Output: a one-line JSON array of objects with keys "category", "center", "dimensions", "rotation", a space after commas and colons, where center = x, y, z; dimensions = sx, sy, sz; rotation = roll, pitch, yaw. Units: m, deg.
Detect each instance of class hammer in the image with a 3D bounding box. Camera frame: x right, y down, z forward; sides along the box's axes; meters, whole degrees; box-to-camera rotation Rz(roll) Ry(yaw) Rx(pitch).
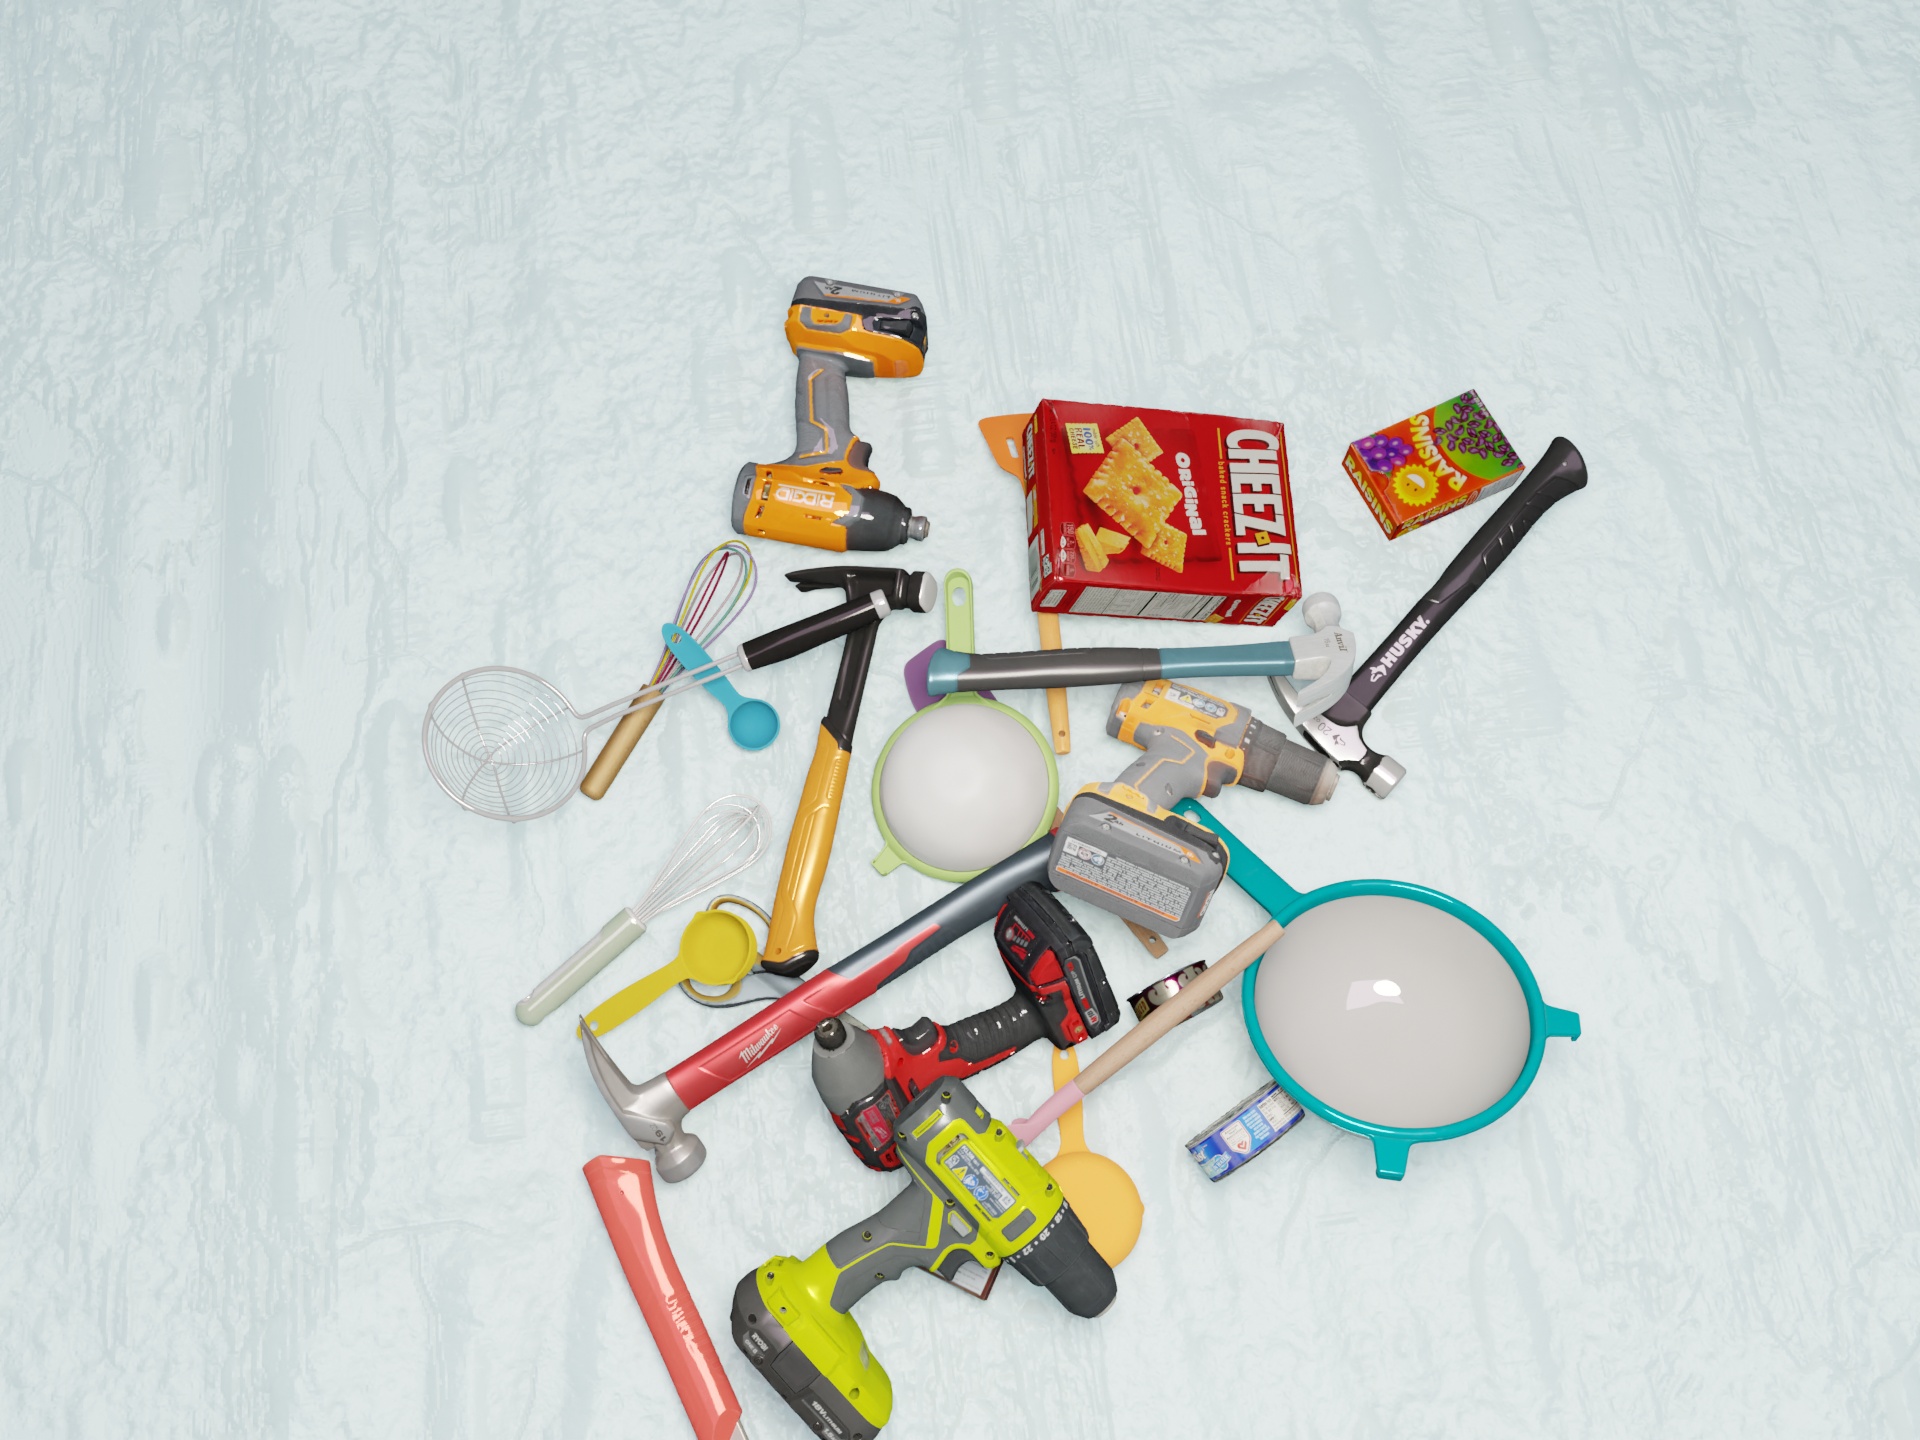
[{"category": "hammer", "center": [-0.087, 0.180, 1.174], "dimensions": [0.386, 0.038, 0.143], "rotation": [-32, 108, -8]}, {"category": "hammer", "center": [0.391, -0.104, 1.295], "dimensions": [0.146, 0.035, 0.335], "rotation": [41, 83, 13]}, {"category": "hammer", "center": [-0.110, 0.034, 1.252], "dimensions": [0.127, 0.034, 0.337], "rotation": [4, 71, 21]}, {"category": "hammer", "center": [-0.188, 0.476, 1.119], "dimensions": [0.149, 0.036, 0.359], "rotation": [-27, 73, -8]}, {"category": "hammer", "center": [0.139, -0.044, 1.222], "dimensions": [0.331, 0.033, 0.128], "rotation": [-3, 41, 0]}]

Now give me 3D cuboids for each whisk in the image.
[{"category": "whisk", "center": [-0.241, -0.045, 1.296], "dimensions": [0.051, 0.047, 0.245], "rotation": [28, 77, 8]}, {"category": "whisk", "center": [-0.245, 0.147, 1.228], "dimensions": [0.246, 0.058, 0.059], "rotation": [-42, 106, -8]}]

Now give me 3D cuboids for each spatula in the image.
[{"category": "spatula", "center": [0.059, 0.063, 1.267], "dimensions": [0.060, 0.018, 0.316], "rotation": [-37, 73, -8]}, {"category": "spatula", "center": [0.068, -0.123, 1.318], "dimensions": [0.081, 0.041, 0.323], "rotation": [-4, 71, -2]}]

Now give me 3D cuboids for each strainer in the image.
[{"category": "strainer", "center": [-0.002, -0.004, 1.249], "dimensions": [0.151, 0.069, 0.256], "rotation": [-4, 76, 8]}, {"category": "strainer", "center": [0.271, 0.189, 1.194], "dimensions": [0.211, 0.095, 0.341], "rotation": [-30, 53, -20]}]

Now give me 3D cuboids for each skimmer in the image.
[{"category": "skimmer", "center": [-0.228, -0.030, 1.225], "dimensions": [0.363, 0.090, 0.127], "rotation": [-22, 80, 0]}]

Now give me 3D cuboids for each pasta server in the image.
[{"category": "pasta server", "center": [0.102, 0.241, 1.146], "dimensions": [0.316, 0.060, 0.040], "rotation": [-39, 78, 3]}]

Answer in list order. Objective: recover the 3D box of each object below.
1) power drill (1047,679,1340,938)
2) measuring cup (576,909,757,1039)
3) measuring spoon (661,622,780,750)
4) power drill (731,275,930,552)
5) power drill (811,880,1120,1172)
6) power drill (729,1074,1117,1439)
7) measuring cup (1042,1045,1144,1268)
[{"category": "power drill", "center": [0.179, 0.061, 1.195], "dimensions": [0.185, 0.084, 0.226], "rotation": [23, 40, 10]}, {"category": "measuring cup", "center": [-0.223, 0.199, 1.210], "dimensions": [0.156, 0.029, 0.062], "rotation": [-33, 73, 5]}, {"category": "measuring spoon", "center": [-0.195, -0.029, 1.284], "dimensions": [0.042, 0.021, 0.128], "rotation": [-41, 94, -1]}, {"category": "power drill", "center": [-0.091, -0.250, 1.346], "dimensions": [0.164, 0.084, 0.226], "rotation": [11, 76, 4]}, {"category": "power drill", "center": [-0.004, 0.220, 1.150], "dimensions": [0.219, 0.143, 0.079], "rotation": [-32, 38, -11]}, {"category": "power drill", "center": [-0.024, 0.384, 1.093], "dimensions": [0.228, 0.080, 0.190], "rotation": [-42, 90, 2]}, {"category": "measuring cup", "center": [0.085, 0.316, 1.161], "dimensions": [0.095, 0.052, 0.174], "rotation": [-5, 73, -1]}]
